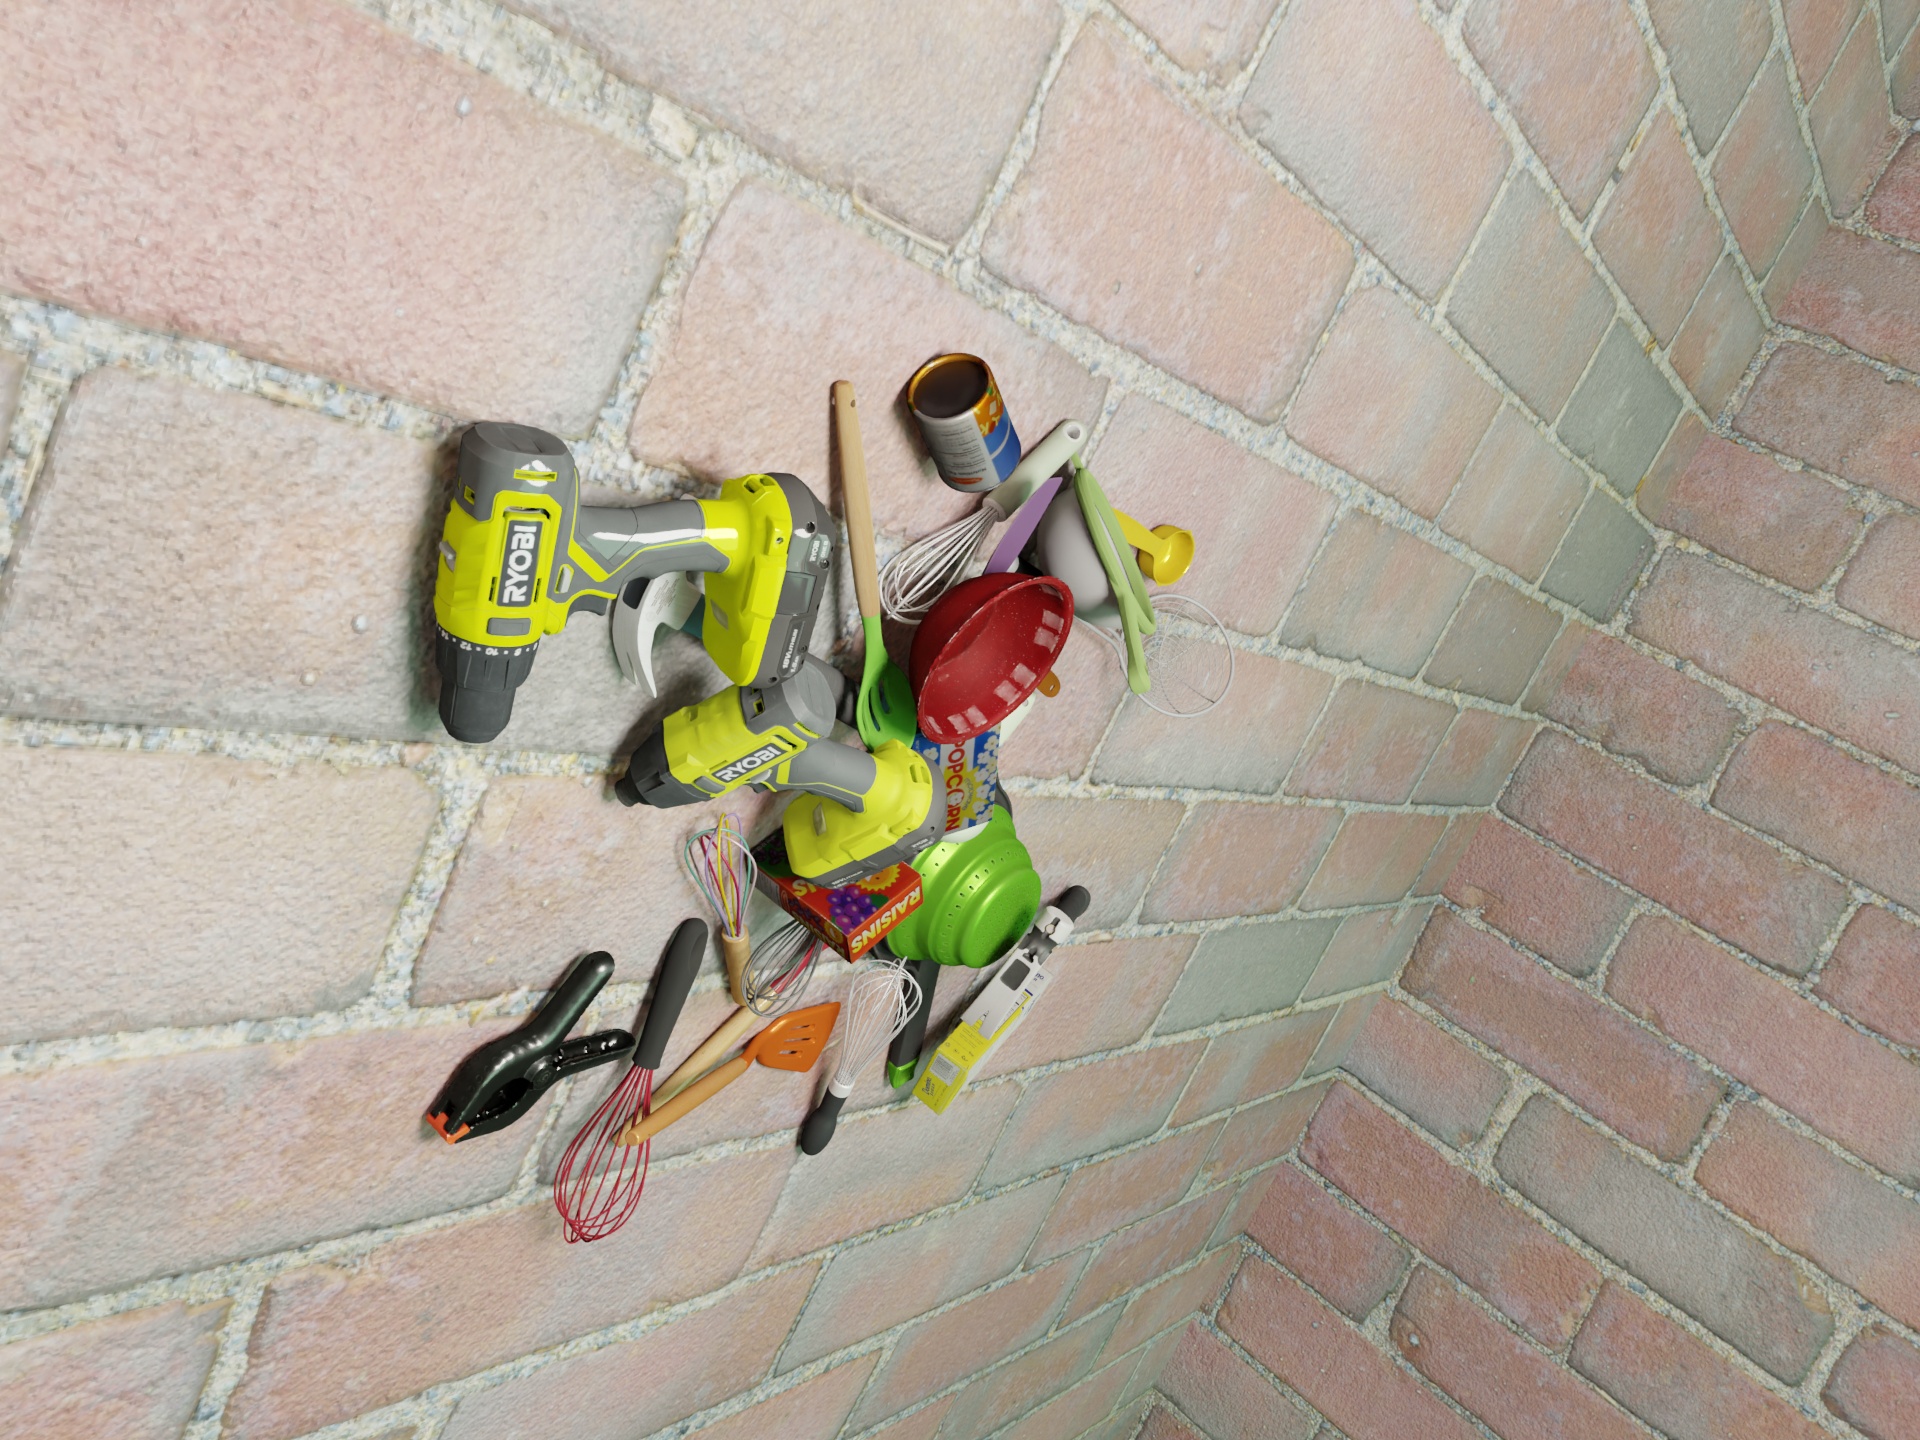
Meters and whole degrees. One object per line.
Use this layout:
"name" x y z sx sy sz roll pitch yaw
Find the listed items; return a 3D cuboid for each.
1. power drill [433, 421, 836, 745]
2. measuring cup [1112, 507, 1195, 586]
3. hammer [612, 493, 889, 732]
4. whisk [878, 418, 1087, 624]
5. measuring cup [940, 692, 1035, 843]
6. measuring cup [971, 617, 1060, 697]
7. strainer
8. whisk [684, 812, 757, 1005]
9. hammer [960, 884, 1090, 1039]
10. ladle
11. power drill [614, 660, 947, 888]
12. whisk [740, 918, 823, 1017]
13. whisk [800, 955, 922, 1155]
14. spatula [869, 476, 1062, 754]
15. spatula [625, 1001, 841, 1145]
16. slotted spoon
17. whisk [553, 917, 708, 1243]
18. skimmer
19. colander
"power drill" -0.204 -0.075 0.964 0.228 0.080 0.190 -2 120 -36
"measuring cup" 0.166 -0.174 1.496 0.156 0.029 0.062 22 100 -47
"hammer" -0.137 -0.047 1.164 0.128 0.033 0.330 -57 150 0
"whisk" 0.022 -0.163 1.277 0.246 0.058 0.059 -46 -177 -23
"measuring cup" 0.022 0.038 1.430 0.083 0.038 0.167 44 78 -25
"measuring cup" 0.041 -0.061 1.388 0.095 0.052 0.173 -55 152 -2
"strainer" 0.108 -0.098 1.300 0.069 0.257 0.151 -22 127 15
"whisk" -0.186 0.161 1.284 0.051 0.047 0.244 -21 142 -19
"hammer" 0.086 0.224 1.628 0.146 0.035 0.335 -54 172 12
"ladle" -0.182 0.256 1.393 0.315 0.031 0.069 -43 165 -18
"power drill" -0.125 0.045 1.155 0.171 0.080 0.223 -27 147 21
"whisk" -0.111 0.159 1.349 0.239 0.055 0.055 -52 153 -37
"whisk" -0.104 0.329 1.531 0.070 0.070 0.284 -20 144 -46
"spatula" -0.007 -0.066 1.294 0.315 0.018 0.060 -57 166 23
"spatula" -0.193 0.308 1.368 0.081 0.041 0.322 -64 166 14
"slotted spoon" -0.069 -0.103 1.178 0.070 0.031 0.313 -43 140 -42
"whisk" -0.262 0.295 1.289 0.073 0.073 0.296 9 105 -57
"skimmer" 0.150 -0.095 1.473 0.363 0.090 0.127 26 64 -57
"colander" -0.004 0.235 1.561 0.204 0.095 0.396 -24 137 -43
